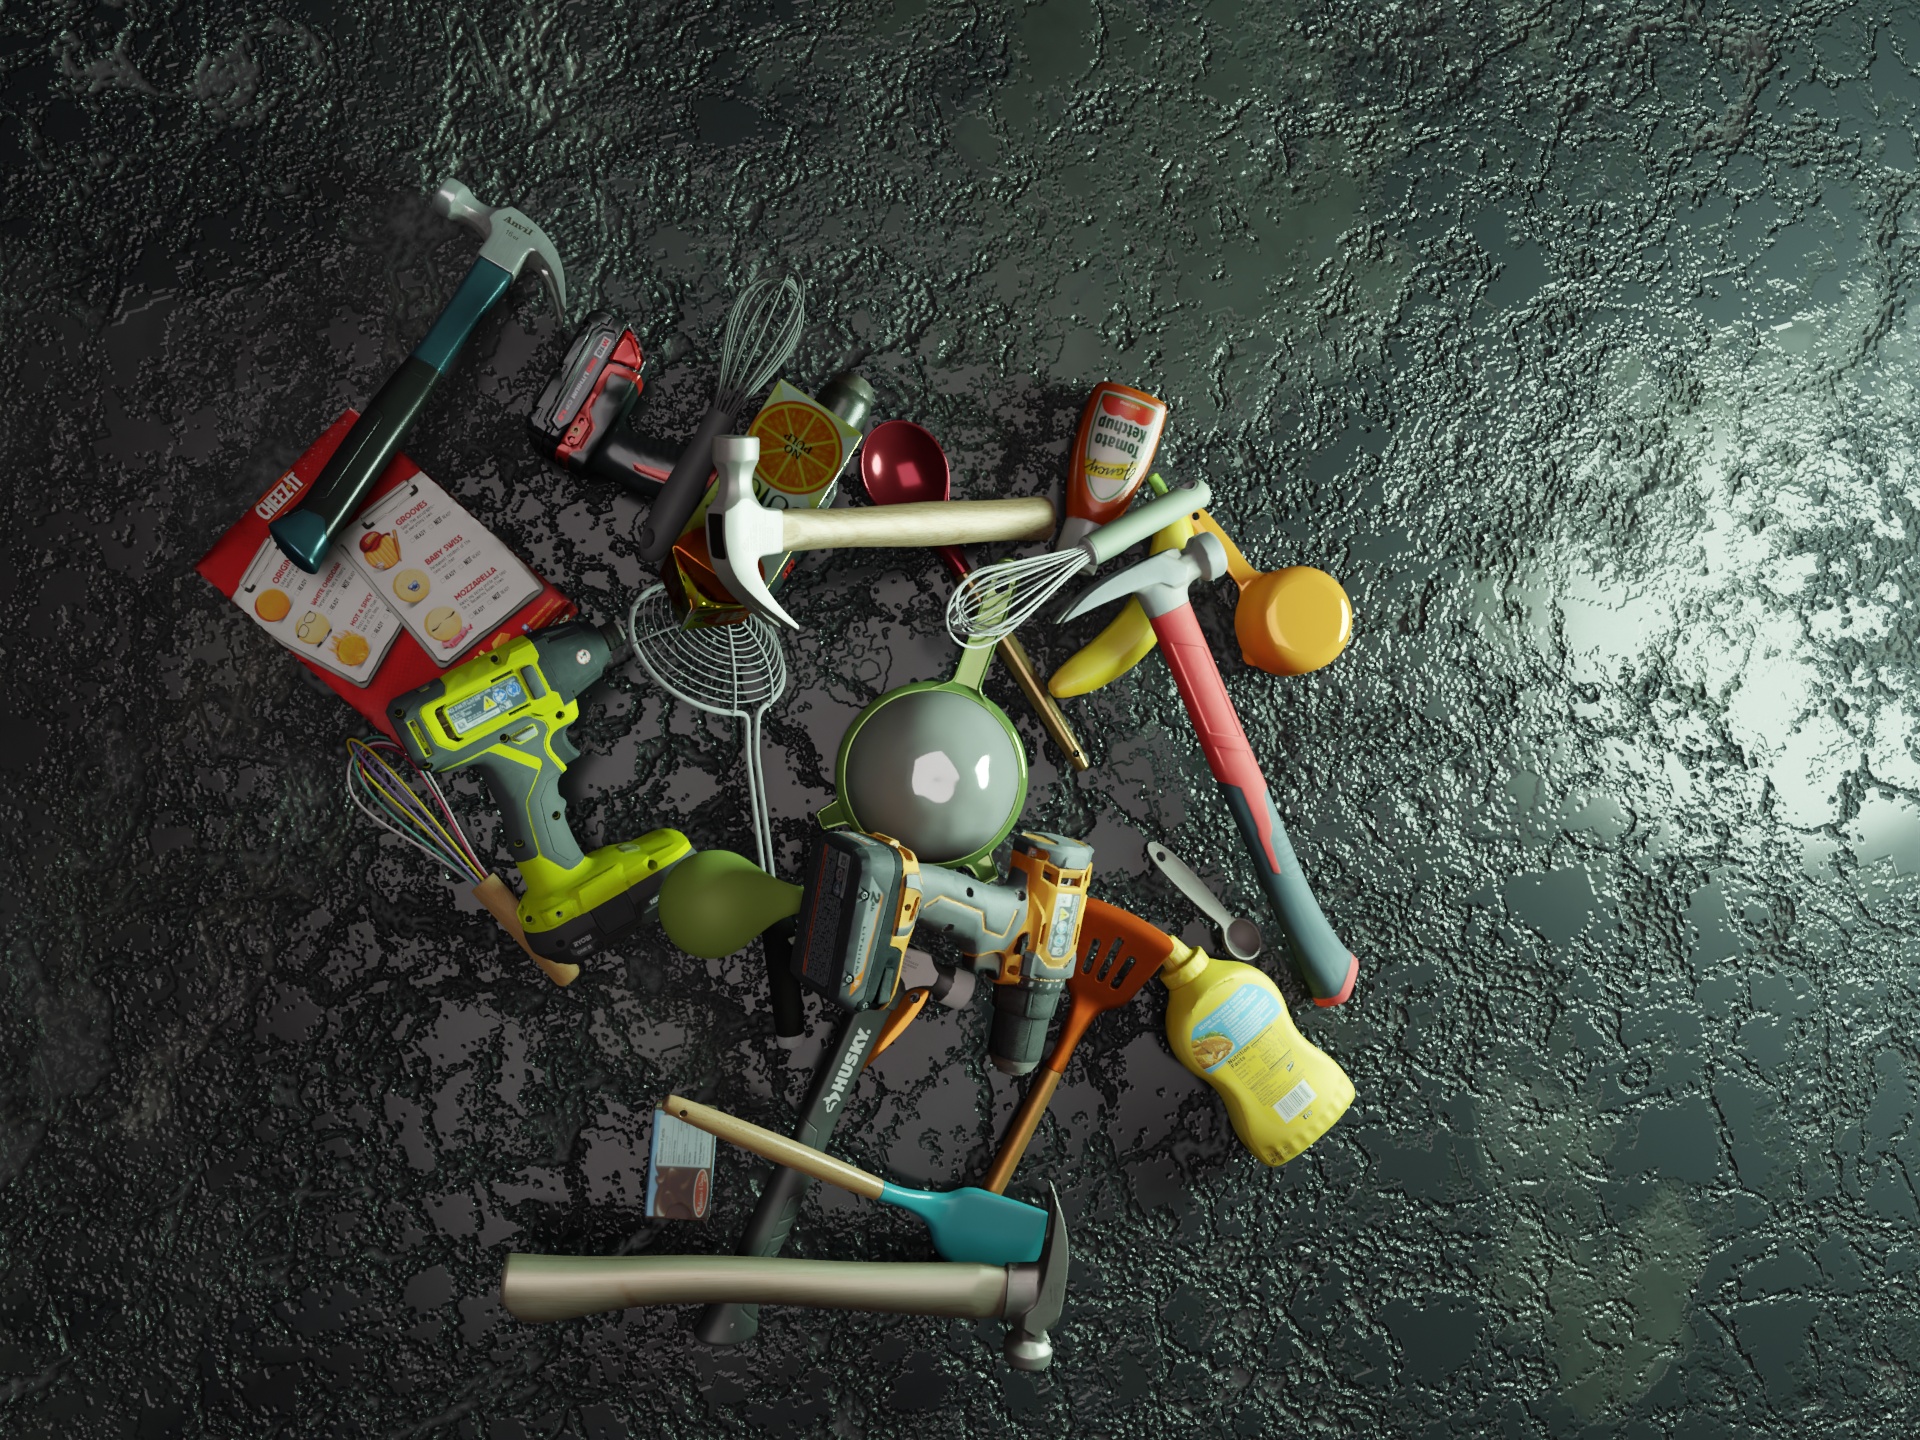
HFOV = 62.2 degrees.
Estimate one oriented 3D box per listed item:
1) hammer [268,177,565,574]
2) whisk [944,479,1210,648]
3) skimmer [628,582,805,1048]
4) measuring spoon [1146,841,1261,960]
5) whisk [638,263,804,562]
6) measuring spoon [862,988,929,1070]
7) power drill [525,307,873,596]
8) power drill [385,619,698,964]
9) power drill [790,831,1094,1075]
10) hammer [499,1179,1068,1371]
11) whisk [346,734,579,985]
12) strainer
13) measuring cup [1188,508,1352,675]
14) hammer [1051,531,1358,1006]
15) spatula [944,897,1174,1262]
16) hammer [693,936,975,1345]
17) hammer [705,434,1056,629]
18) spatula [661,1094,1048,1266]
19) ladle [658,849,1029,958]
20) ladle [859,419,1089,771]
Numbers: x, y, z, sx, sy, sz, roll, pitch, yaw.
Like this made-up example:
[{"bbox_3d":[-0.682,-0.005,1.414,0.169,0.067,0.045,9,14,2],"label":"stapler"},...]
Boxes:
[{"bbox_3d":[-0.398,-0.247,1.158,0.128,0.033,0.331,29,65,-9],"label":"hammer"},{"bbox_3d":[0.092,-0.125,1.218,0.246,0.058,0.059,-29,120,-17],"label":"whisk"},{"bbox_3d":[-0.173,0.072,1.218,0.127,0.090,0.363,-18,105,-48],"label":"skimmer"},{"bbox_3d":[0.192,0.145,1.279,0.124,0.018,0.034,46,58,3],"label":"measuring spoon"},{"bbox_3d":[-0.177,-0.223,1.160,0.055,0.055,0.239,27,90,-6],"label":"whisk"},{"bbox_3d":[-0.066,0.249,1.245,0.117,0.011,0.021,-47,108,-10],"label":"measuring spoon"},{"bbox_3d":[-0.193,-0.224,1.214,0.226,0.080,0.188,30,85,-8],"label":"power drill"},{"bbox_3d":[-0.286,0.047,1.154,0.171,0.080,0.223,-29,108,-19],"label":"power drill"},{"bbox_3d":[-0.008,0.171,1.165,0.226,0.084,0.185,7,96,-37],"label":"power drill"},{"bbox_3d":[-0.124,0.404,1.167,0.410,0.038,0.146,4,106,-9],"label":"hammer"},{"bbox_3d":[-0.375,0.105,1.199,0.047,0.051,0.245,-37,98,28],"label":"whisk"},{"bbox_3d":[-0.002,-0.004,1.219,0.151,0.069,0.256,20,93,-5],"label":"strainer"},{"bbox_3d":[0.242,-0.112,1.274,0.095,0.052,0.173,-43,95,-7],"label":"measuring cup"},{"bbox_3d":[0.208,0.056,1.248,0.143,0.038,0.386,-26,98,-12],"label":"hammer"},{"bbox_3d":[0.061,0.295,1.242,0.081,0.041,0.322,27,86,7],"label":"spatula"},{"bbox_3d":[-0.120,0.318,1.208,0.146,0.035,0.335,26,89,-22],"label":"hammer"},{"bbox_3d":[-0.046,-0.139,1.154,0.331,0.031,0.130,-9,106,-45],"label":"hammer"},{"bbox_3d":[-0.079,0.345,1.186,0.317,0.044,0.082,29,93,-21],"label":"spatula"},{"bbox_3d":[-0.069,0.137,1.197,0.320,0.062,0.078,3,75,-29],"label":"ladle"},{"bbox_3d":[0.017,-0.095,1.259,0.069,0.031,0.315,-32,94,-4],"label":"ladle"}]
